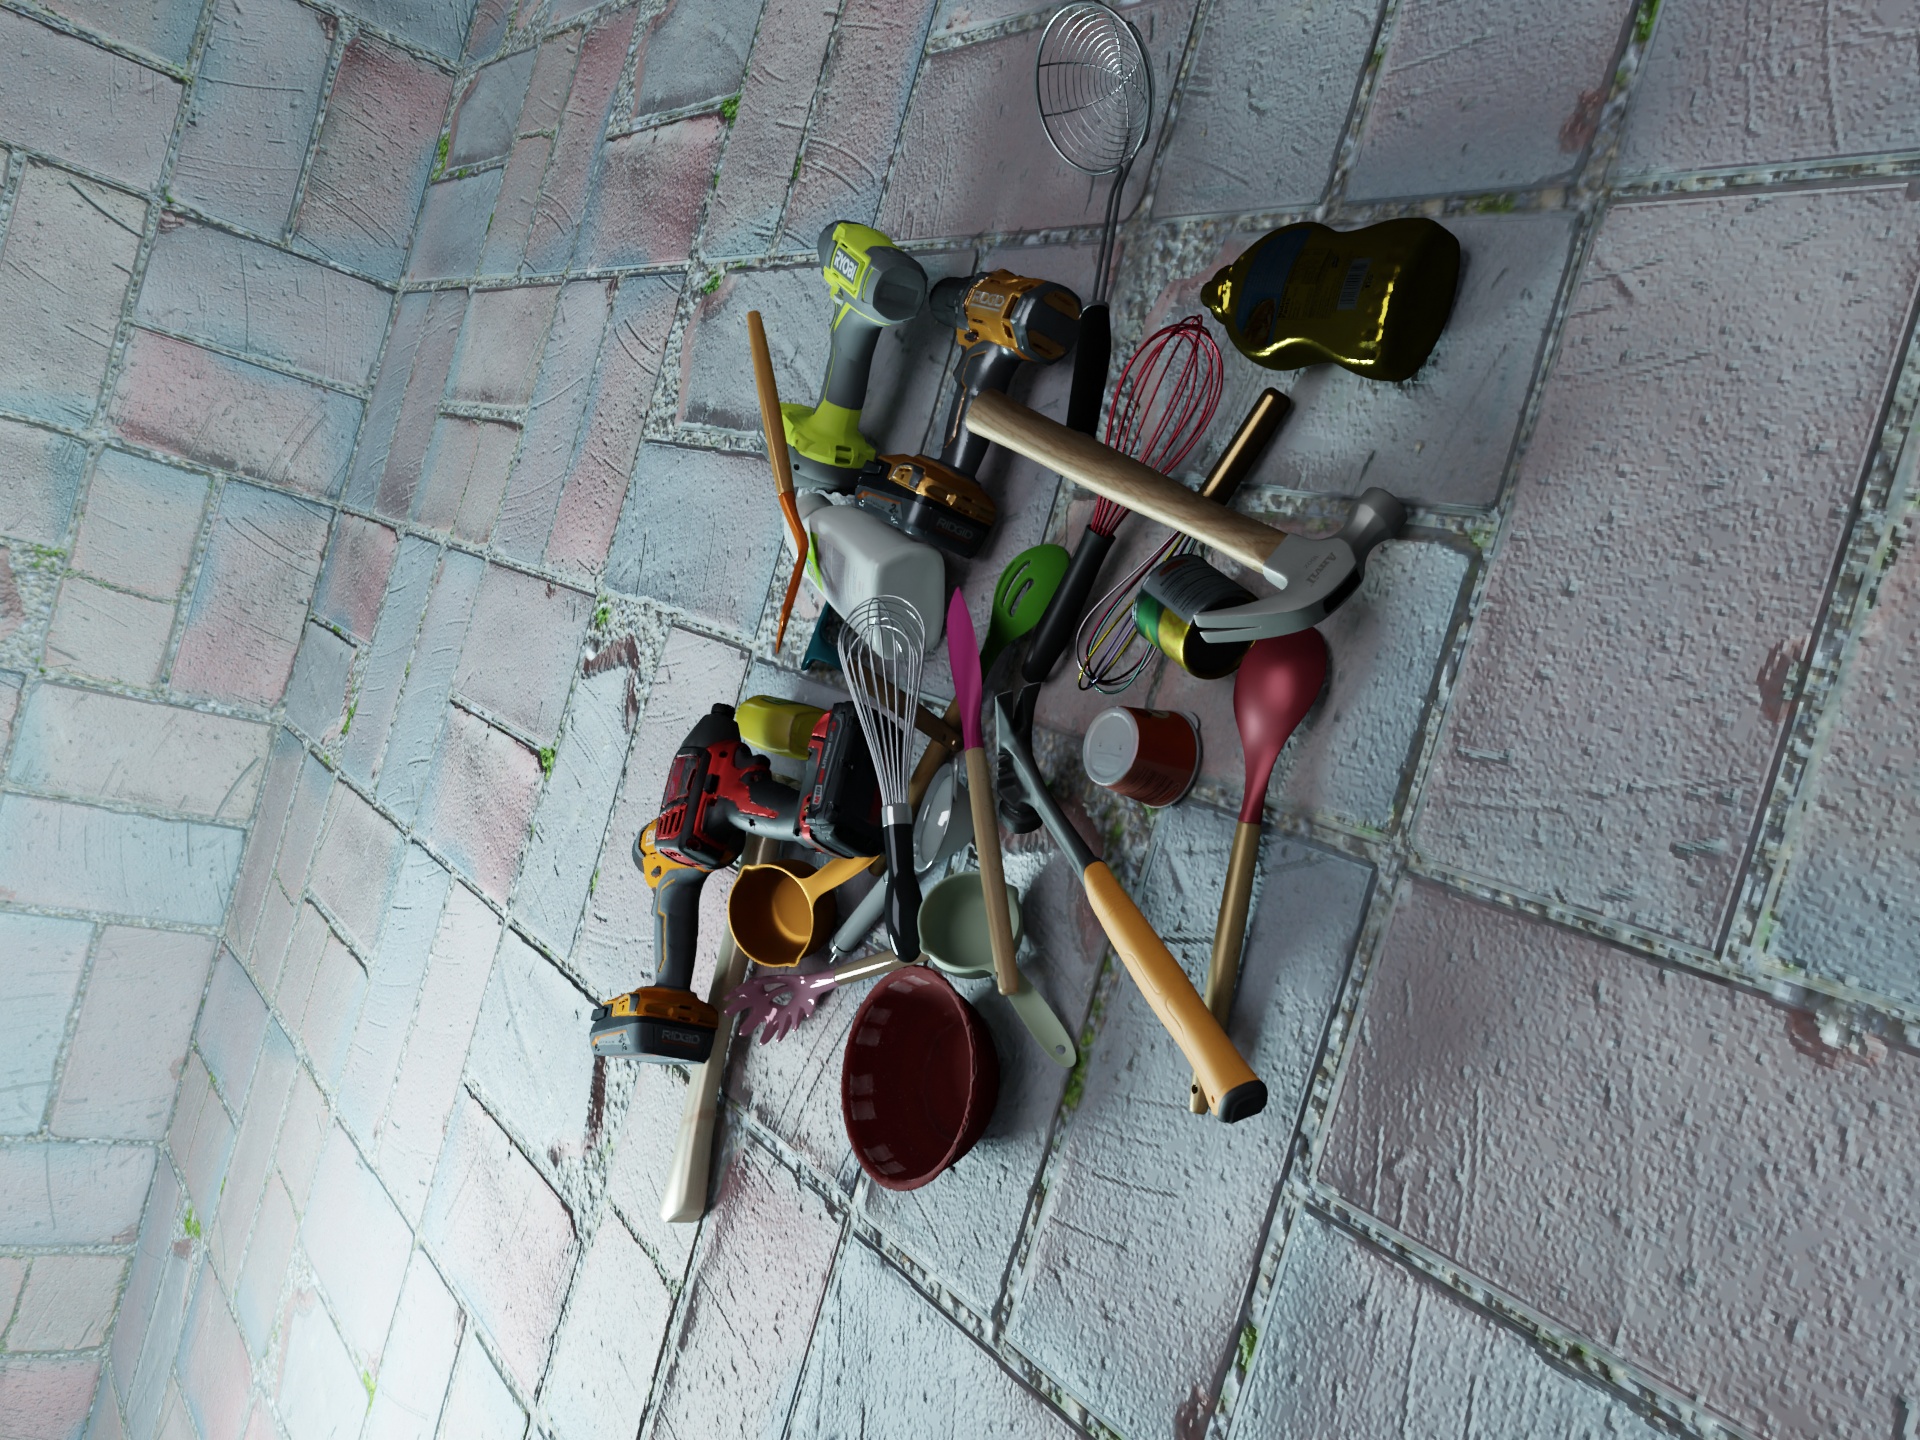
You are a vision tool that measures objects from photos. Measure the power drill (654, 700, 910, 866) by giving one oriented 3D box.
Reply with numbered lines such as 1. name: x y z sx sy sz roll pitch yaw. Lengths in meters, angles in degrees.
1. power drill: -0.154 0.048 1.314 0.220 0.078 0.143 -5 64 36

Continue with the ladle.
1. ladle: 0.177 0.090 0.998 0.069 0.031 0.315 7 85 54

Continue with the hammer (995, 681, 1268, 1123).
1. hammer: 0.101 0.117 1.026 0.337 0.034 0.127 -123 22 -45

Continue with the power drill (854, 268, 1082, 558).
1. power drill: -0.005 -0.264 1.313 0.185 0.084 0.226 34 102 54

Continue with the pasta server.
1. pasta server: -0.084 0.206 1.286 0.316 0.060 0.040 -24 16 43

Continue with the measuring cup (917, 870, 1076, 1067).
1. measuring cup: 0.033 0.184 1.138 0.083 0.038 0.168 -32 63 -10

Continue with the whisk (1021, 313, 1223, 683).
1. whisk: 0.110 -0.153 1.144 0.073 0.073 0.295 51 124 47

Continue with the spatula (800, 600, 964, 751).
1. spatula: -0.072 -0.036 1.342 0.318 0.044 0.082 36 106 52

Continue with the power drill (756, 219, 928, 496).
1. power drill: -0.110 -0.331 1.436 0.171 0.080 0.223 52 129 49

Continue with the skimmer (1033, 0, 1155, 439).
1. skimmer: 0.085 -0.369 1.191 0.127 0.090 0.363 -26 51 57

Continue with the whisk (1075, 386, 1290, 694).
1. whisk: 0.150 -0.119 1.090 0.245 0.047 0.051 -58 39 17

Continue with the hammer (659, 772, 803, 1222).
1. hammer: -0.218 0.247 1.446 0.146 0.038 0.411 10 86 55

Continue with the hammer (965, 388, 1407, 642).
1. hammer: 0.120 -0.149 1.046 0.130 0.031 0.332 -48 51 -9

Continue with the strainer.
1. strainer: -0.045 0.120 1.264 0.258 0.050 0.087 -52 25 37

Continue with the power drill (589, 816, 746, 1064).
1. power drill: -0.269 0.193 1.441 0.164 0.084 0.227 -17 61 53

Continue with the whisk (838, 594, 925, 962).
1. whisk: -0.049 0.041 1.204 0.070 0.070 0.285 -21 70 48

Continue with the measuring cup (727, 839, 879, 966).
1. measuring cup: -0.116 0.140 1.334 0.173 0.052 0.095 -34 79 24

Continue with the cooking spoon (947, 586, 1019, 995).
1. cooking spoon: 0.014 0.046 1.168 0.068 0.017 0.319 111 153 -62

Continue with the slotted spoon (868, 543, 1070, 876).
1. slotted spoon: -0.002 -0.004 1.261 0.313 0.031 0.070 -62 37 19

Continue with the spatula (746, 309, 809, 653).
1. spatula: -0.166 -0.219 1.400 0.081 0.041 0.323 117 143 -68
